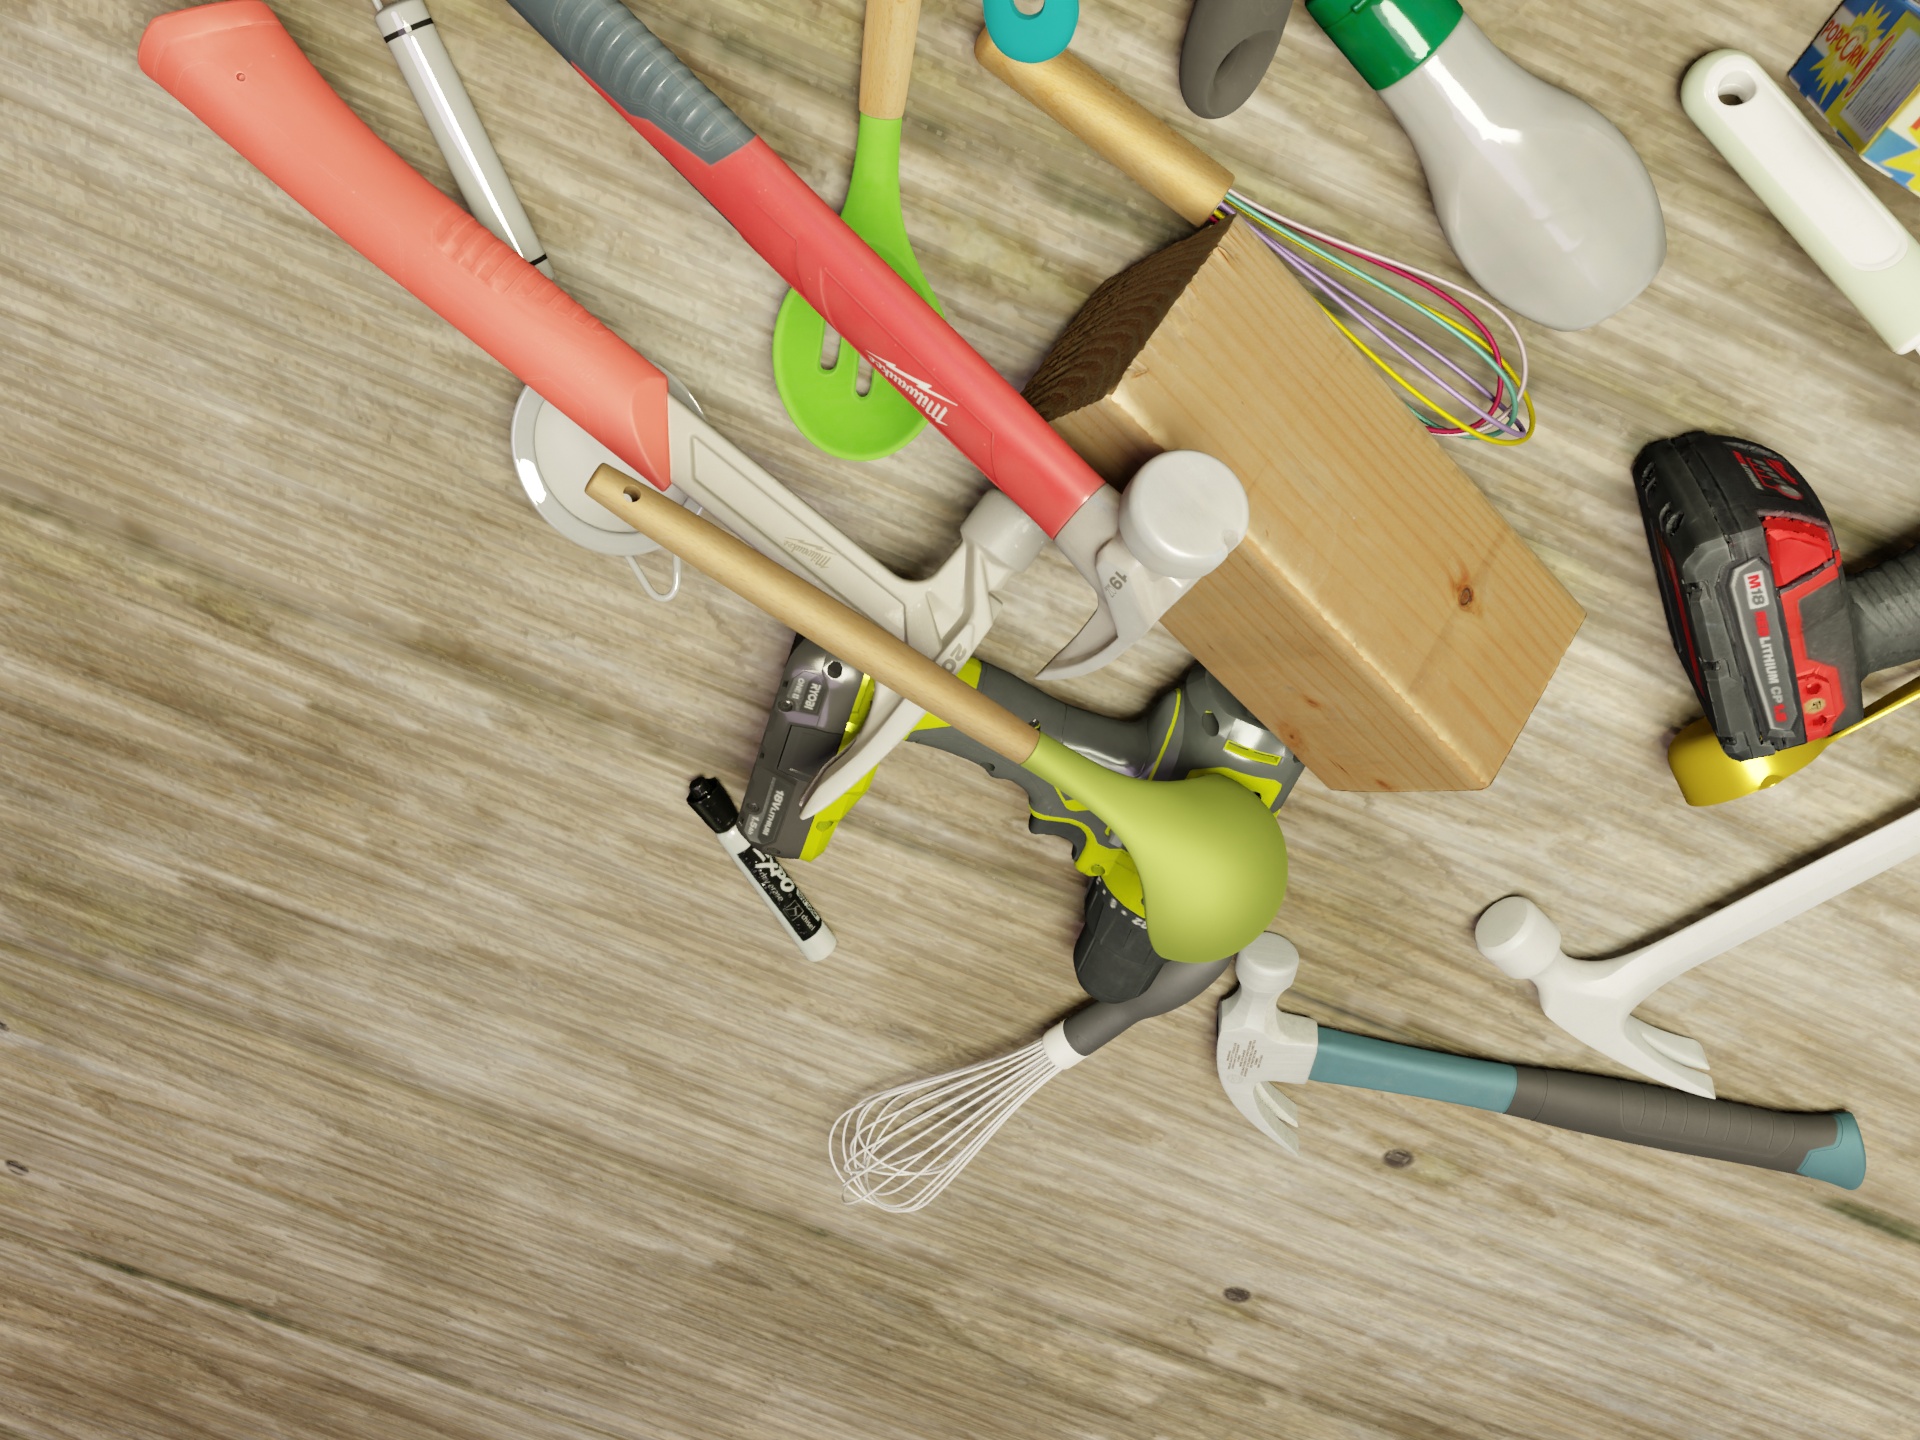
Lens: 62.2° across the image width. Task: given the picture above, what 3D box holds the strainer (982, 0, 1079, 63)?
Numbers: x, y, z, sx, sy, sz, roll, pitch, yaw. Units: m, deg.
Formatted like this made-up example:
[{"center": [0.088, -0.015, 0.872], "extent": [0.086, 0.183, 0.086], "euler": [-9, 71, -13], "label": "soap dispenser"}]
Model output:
[{"center": [0.008, -0.359, 0.414], "extent": [0.211, 0.095, 0.340], "euler": [1, 128, 13], "label": "strainer"}]

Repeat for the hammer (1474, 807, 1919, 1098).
[{"center": [0.428, 0.038, 0.668], "extent": [0.144, 0.035, 0.405], "euler": [39, 124, -18], "label": "hammer"}]

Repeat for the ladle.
[{"center": [-0.001, -0.002, 0.601], "extent": [0.320, 0.078, 0.062], "euler": [32, 162, -18], "label": "ladle"}]

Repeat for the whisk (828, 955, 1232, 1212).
[{"center": [0.034, 0.188, 0.847], "extent": [0.070, 0.070, 0.284], "euler": [41, 119, -20], "label": "whisk"}]

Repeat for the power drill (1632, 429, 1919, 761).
[{"center": [0.370, -0.077, 0.570], "extent": [0.219, 0.079, 0.143], "euler": [-17, 123, 18], "label": "power drill"}]

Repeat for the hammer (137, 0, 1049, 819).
[{"center": [-0.145, -0.123, 0.592], "extent": [0.359, 0.037, 0.149], "euler": [38, 95, -12], "label": "hammer"}]

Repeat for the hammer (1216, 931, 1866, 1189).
[{"center": [0.293, 0.190, 0.809], "extent": [0.331, 0.033, 0.128], "euler": [10, 127, 3], "label": "hammer"}]

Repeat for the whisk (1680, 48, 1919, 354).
[{"center": [0.314, -0.119, 0.505], "extent": [0.058, 0.059, 0.246], "euler": [-37, 81, 10], "label": "whisk"}]

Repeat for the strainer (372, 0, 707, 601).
[{"center": [-0.164, -0.168, 0.624], "extent": [0.087, 0.050, 0.258], "euler": [-15, 117, 15], "label": "strainer"}]

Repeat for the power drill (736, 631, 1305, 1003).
[{"center": [0.022, 0.036, 0.719], "extent": [0.228, 0.080, 0.190], "euler": [18, 127, -6], "label": "power drill"}]

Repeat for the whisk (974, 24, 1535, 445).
[{"center": [0.110, -0.174, 0.570], "extent": [0.245, 0.051, 0.047], "euler": [34, 81, -9], "label": "whisk"}]

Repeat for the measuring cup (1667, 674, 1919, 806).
[{"center": [0.361, -0.014, 0.642], "extent": [0.156, 0.062, 0.029], "euler": [-32, 89, 16], "label": "measuring cup"}]

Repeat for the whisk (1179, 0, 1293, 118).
[{"center": [0.108, -0.281, 0.427], "extent": [0.073, 0.073, 0.295], "euler": [16, 151, -1], "label": "whisk"}]

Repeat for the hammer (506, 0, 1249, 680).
[{"center": [-0.070, -0.170, 0.540], "extent": [0.386, 0.038, 0.143], "euler": [45, 160, 1], "label": "hammer"}]

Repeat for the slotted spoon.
[{"center": [-0.022, -0.237, 0.554], "extent": [0.070, 0.031, 0.313], "euler": [11, 126, 2], "label": "slotted spoon"}]
